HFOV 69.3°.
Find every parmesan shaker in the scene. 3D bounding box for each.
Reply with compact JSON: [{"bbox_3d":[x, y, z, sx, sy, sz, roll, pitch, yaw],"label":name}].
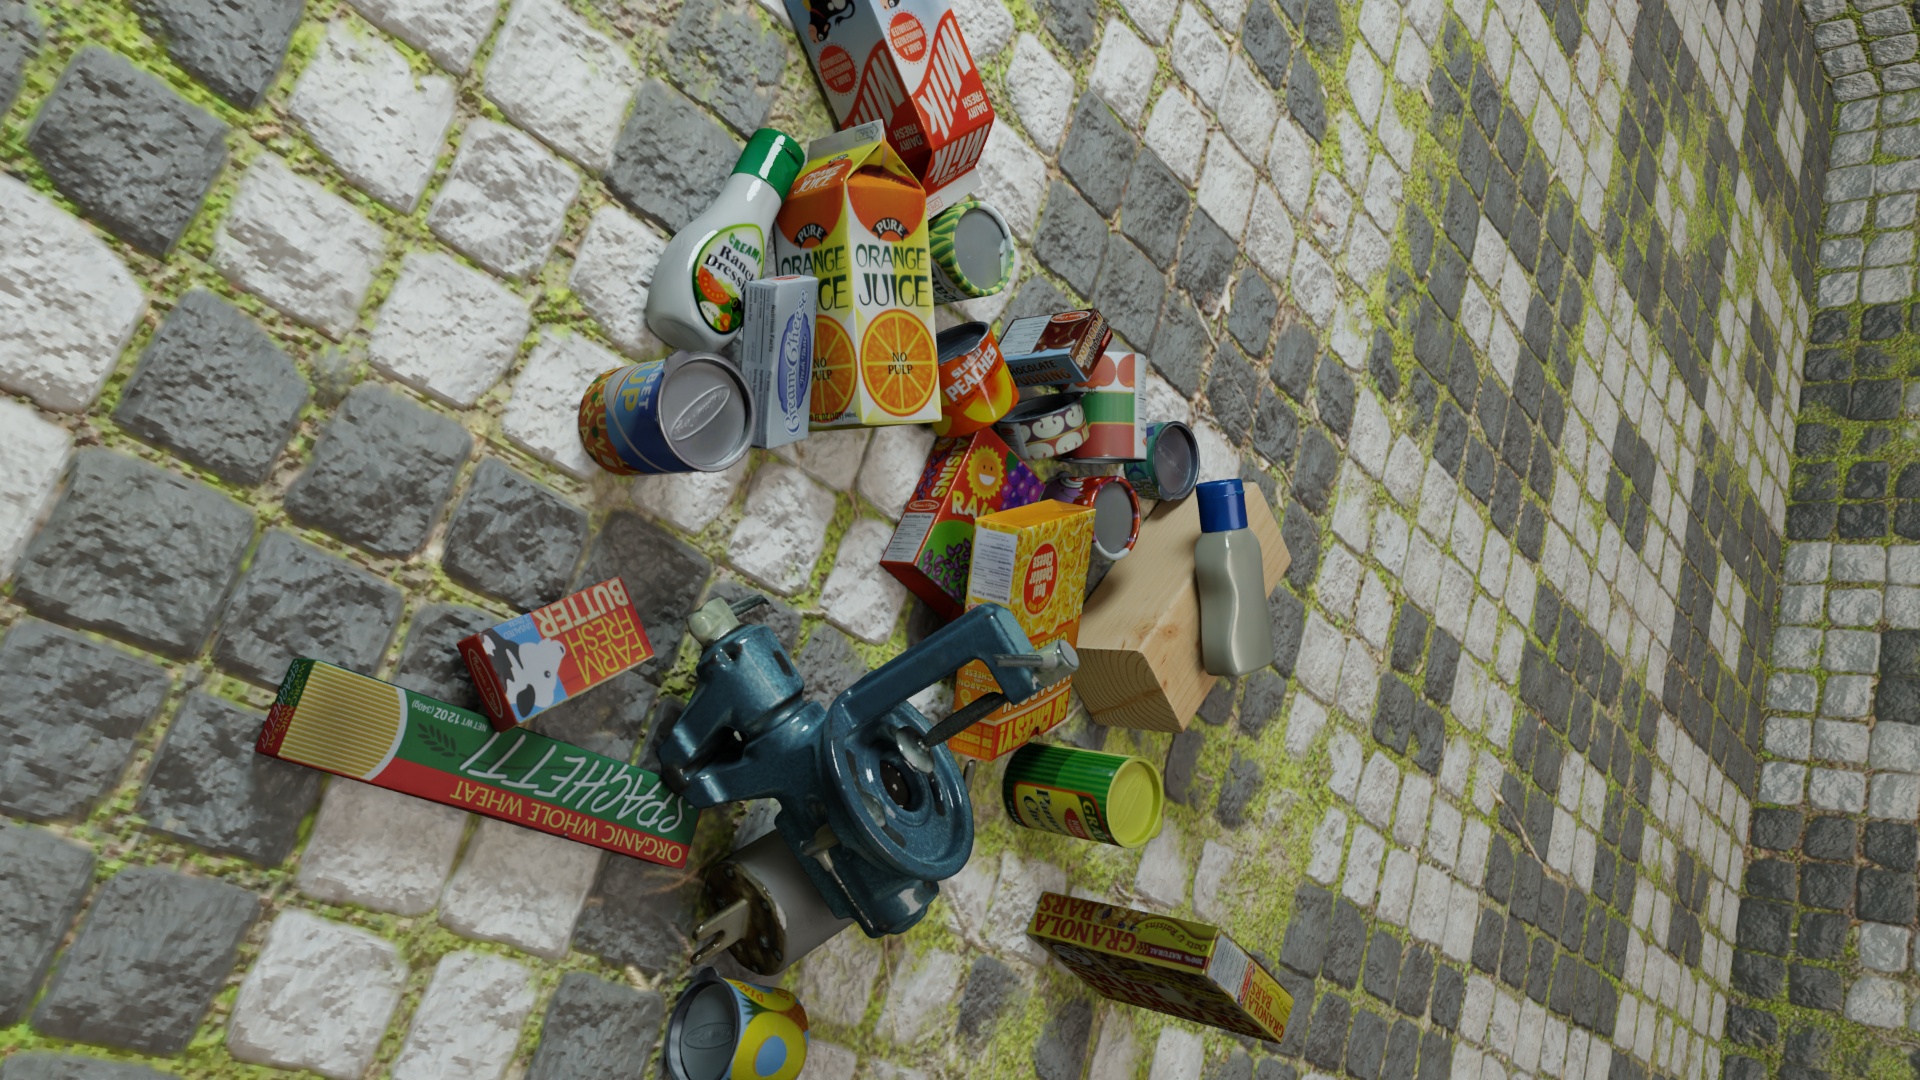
[{"bbox_3d":[0.092,0.191,1.036,0.071,0.103,0.071,1,89,-45],"label":"parmesan shaker"}]

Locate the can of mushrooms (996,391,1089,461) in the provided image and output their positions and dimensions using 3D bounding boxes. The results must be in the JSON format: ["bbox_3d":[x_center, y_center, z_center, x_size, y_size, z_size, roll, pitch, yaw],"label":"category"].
[{"bbox_3d":[0.063,-0.086,1.035,0.071,0.071,0.033,-31,112,-41],"label":"can of mushrooms"}]

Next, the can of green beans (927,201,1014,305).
[{"bbox_3d":[-0.004,-0.201,0.975,0.071,0.058,0.071,0,90,-45],"label":"can of green beans"}]

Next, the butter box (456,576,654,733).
[{"bbox_3d":[-0.218,0.060,0.758,0.104,0.024,0.053,-29,96,-54],"label":"butter box"}]

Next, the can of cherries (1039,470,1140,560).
[{"bbox_3d":[0.098,-0.020,1.077,0.071,0.058,0.071,0,90,-45],"label":"can of cherries"}]

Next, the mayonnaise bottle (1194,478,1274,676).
[{"bbox_3d":[0.208,0.027,1.072,0.065,0.041,0.148,-11,95,-46],"label":"mayonnaise bottle"}]

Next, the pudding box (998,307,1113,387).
[{"bbox_3d":[0.066,-0.141,1.027,0.030,0.083,0.050,50,56,-34],"label":"pudding box"}]

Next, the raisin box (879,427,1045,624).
[{"bbox_3d":[0.004,-0.012,0.995,0.086,0.040,0.124,42,62,-37],"label":"raisin box"}]

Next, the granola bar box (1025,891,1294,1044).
[{"bbox_3d":[0.150,0.321,1.050,0.124,0.165,0.039,47,57,-34],"label":"granola bar box"}]

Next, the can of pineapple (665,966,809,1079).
[{"bbox_3d":[-0.133,0.297,0.833,0.058,0.071,0.071,29,70,-42],"label":"can of pineapple"}]

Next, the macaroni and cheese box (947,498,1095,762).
[{"bbox_3d":[0.045,0.061,0.990,0.124,0.040,0.166,-15,114,-60],"label":"macaroni and cheese box"}]

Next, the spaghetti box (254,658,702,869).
[{"bbox_3d":[-0.244,0.125,0.748,0.250,0.028,0.050,30,68,-41],"label":"spaghetti box"}]

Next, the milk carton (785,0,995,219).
[{"bbox_3d":[-0.042,-0.312,0.921,0.073,0.073,0.190,-41,115,-38],"label":"milk carton"}]

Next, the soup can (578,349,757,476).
[{"bbox_3d":[-0.168,-0.072,0.788,0.071,0.083,0.071,1,89,-46],"label":"soup can"}]

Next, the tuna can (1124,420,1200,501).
[{"bbox_3d":[0.169,-0.065,1.168,0.071,0.033,0.071,1,89,-45],"label":"tuna can"}]

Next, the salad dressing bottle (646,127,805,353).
[{"bbox_3d":[-0.140,-0.184,0.847,0.064,0.044,0.148,45,59,-46],"label":"salad dressing bottle"}]

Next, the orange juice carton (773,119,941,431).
[{"bbox_3d":[-0.068,-0.169,0.900,0.073,0.072,0.192,-8,96,-46],"label":"orange juice carton"}]

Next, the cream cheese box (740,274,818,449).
[{"bbox_3d":[-0.113,-0.111,0.858,0.053,0.024,0.103,-29,128,-63],"label":"cream cheese box"}]

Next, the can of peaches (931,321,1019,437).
[{"bbox_3d":[0.002,-0.112,0.972,0.071,0.071,0.058,-45,121,-36],"label":"can of peaches"}]

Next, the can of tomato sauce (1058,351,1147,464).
[{"bbox_3d":[0.111,-0.103,1.088,0.071,0.071,0.083,1,89,-46],"label":"can of tomato sauce"}]
